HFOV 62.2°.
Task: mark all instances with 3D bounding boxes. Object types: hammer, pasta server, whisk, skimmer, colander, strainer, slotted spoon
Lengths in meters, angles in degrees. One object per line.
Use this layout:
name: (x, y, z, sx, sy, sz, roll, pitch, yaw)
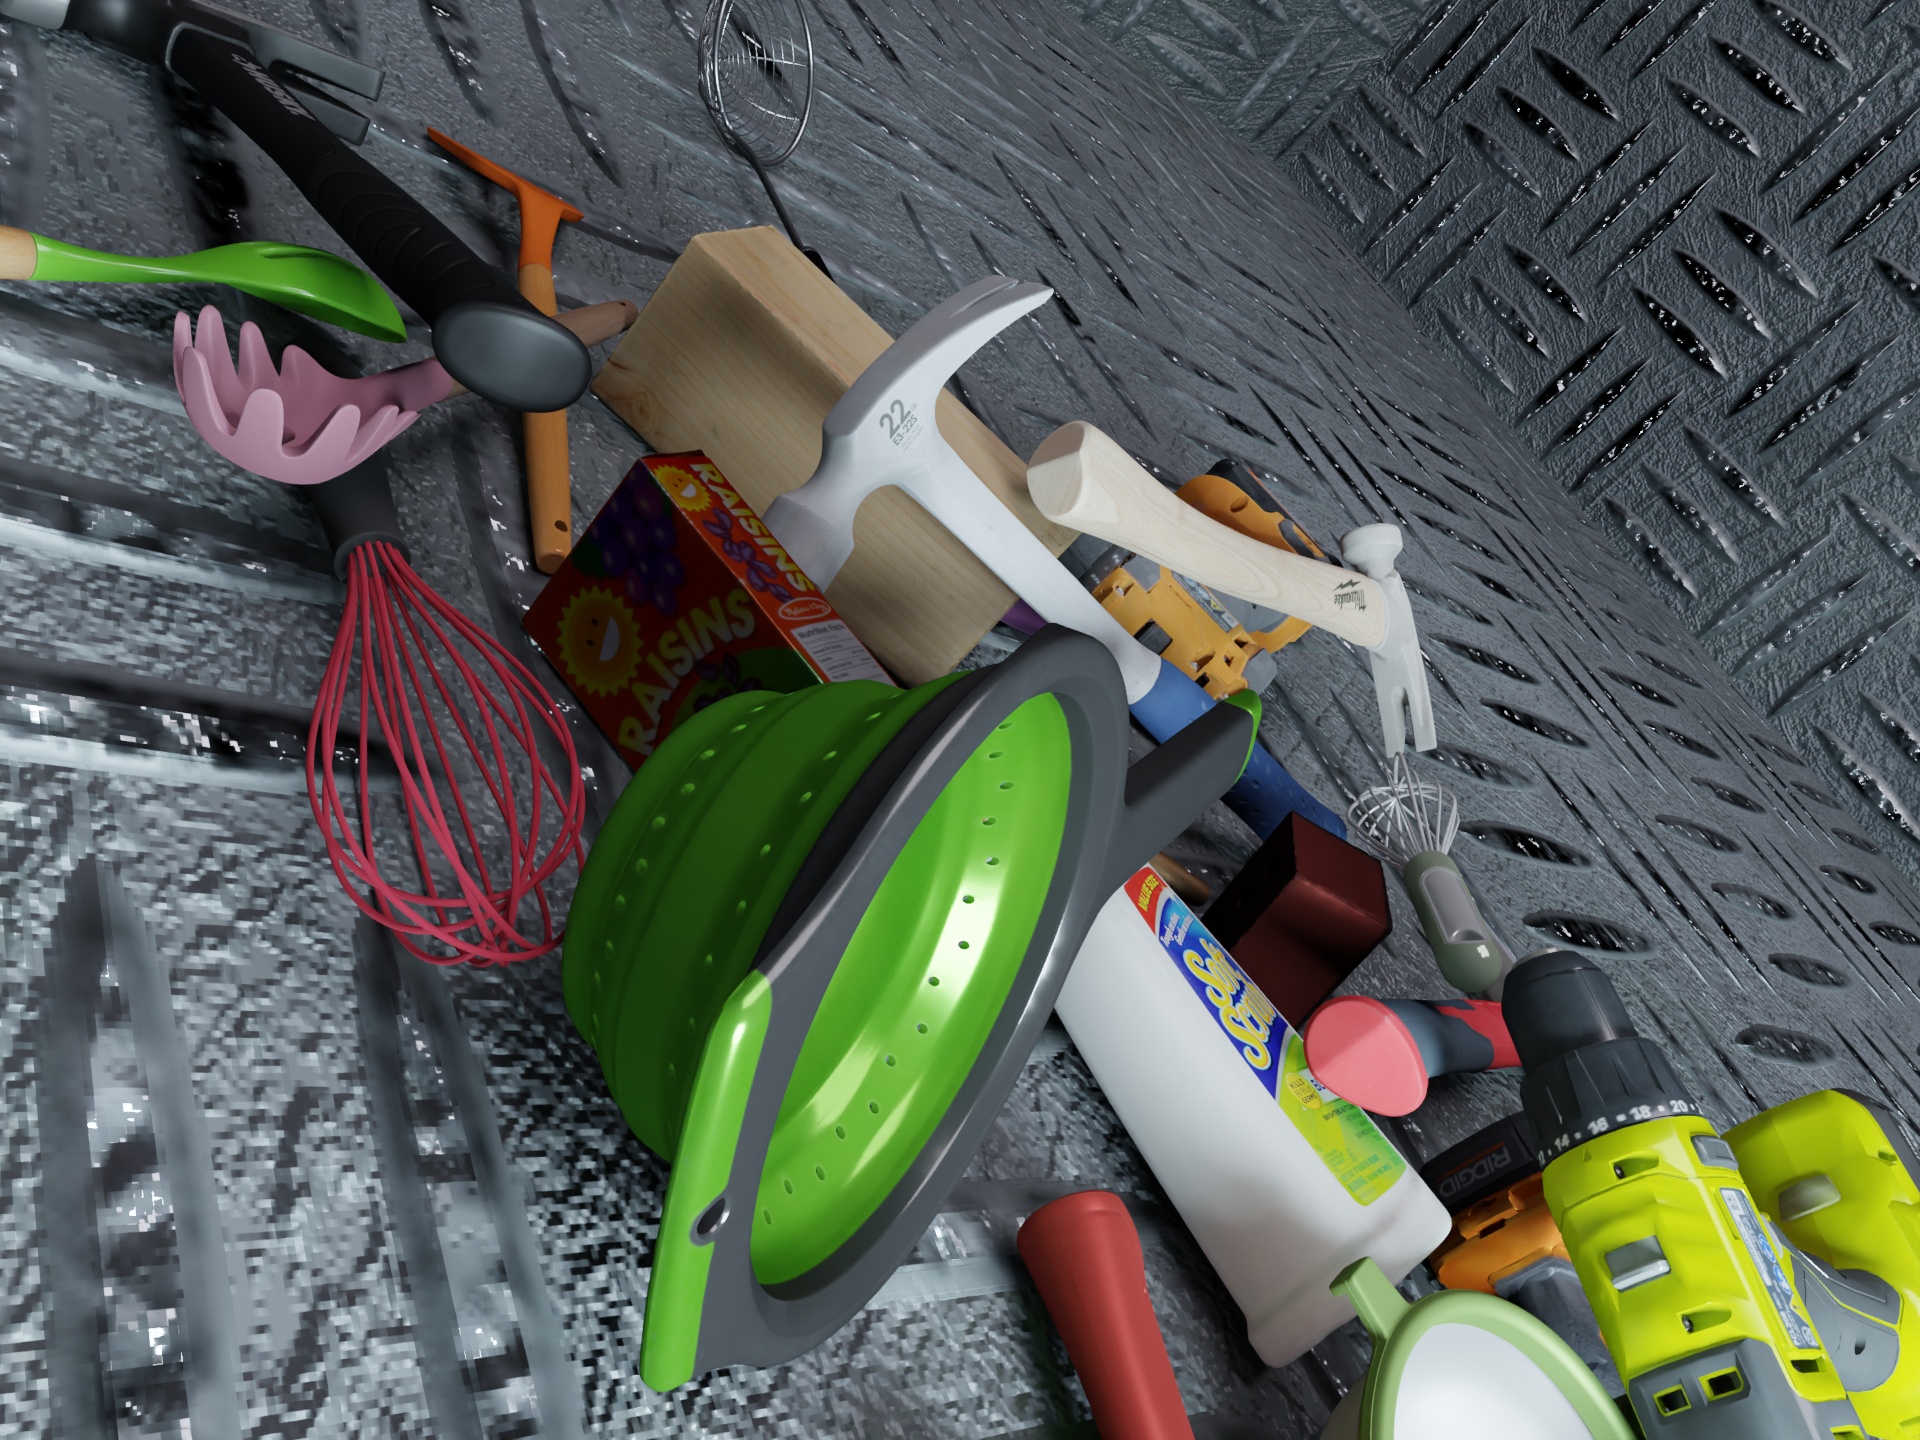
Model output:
hammer: (0.079, -0.028, 0.705, 0.035, 0.144, 0.405, 30, -6, 45)
hammer: (0.161, -0.070, 0.848, 0.410, 0.038, 0.146, 10, 68, -54)
pasta server: (-0.174, -0.133, 0.571, 0.060, 0.040, 0.316, 28, 23, -1)
whisk: (0.222, 0.069, 0.755, 0.246, 0.058, 0.059, -64, 149, -73)
hammer: (0.079, 0.270, 0.373, 0.149, 0.036, 0.360, 51, 11, -44)
skimmer: (-0.088, -0.337, 0.993, 0.364, 0.090, 0.127, 66, 3, 32)
whisk: (-0.176, -0.037, 0.488, 0.073, 0.073, 0.296, 15, 31, -43)
hammer: (-0.226, -0.199, 0.579, 0.146, 0.035, 0.335, 4, 32, -49)
colander: (-0.002, 0.037, 0.502, 0.094, 0.204, 0.397, 23, 24, 21)
hammer: (0.223, 0.132, 0.733, 0.143, 0.038, 0.386, 56, 19, 26)
strainer: (0.151, 0.299, 0.455, 0.151, 0.069, 0.257, 31, 42, -23)
slotted spoon: (-0.308, -0.144, 0.479, 0.070, 0.031, 0.313, 18, 16, 33)

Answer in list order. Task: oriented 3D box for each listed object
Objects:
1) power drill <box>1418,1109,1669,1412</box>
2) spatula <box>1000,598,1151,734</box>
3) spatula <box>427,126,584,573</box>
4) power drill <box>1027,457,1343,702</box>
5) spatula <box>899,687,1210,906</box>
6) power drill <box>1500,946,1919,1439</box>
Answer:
power drill: (0.272, 0.282, 0.617, 0.164, 0.084, 0.227, 30, 34, -28)
spatula: (0.084, -0.017, 0.850, 0.315, 0.018, 0.060, 38, 30, -11)
spatula: (-0.190, -0.174, 0.700, 0.081, 0.041, 0.323, 22, 38, -37)
power drill: (0.133, -0.097, 0.969, 0.185, 0.084, 0.226, 47, 32, 6)
spatula: (-0.001, -0.002, 0.685, 0.317, 0.044, 0.082, 33, 6, -24)
power drill: (0.300, 0.188, 0.605, 0.228, 0.080, 0.191, 19, 44, -38)
